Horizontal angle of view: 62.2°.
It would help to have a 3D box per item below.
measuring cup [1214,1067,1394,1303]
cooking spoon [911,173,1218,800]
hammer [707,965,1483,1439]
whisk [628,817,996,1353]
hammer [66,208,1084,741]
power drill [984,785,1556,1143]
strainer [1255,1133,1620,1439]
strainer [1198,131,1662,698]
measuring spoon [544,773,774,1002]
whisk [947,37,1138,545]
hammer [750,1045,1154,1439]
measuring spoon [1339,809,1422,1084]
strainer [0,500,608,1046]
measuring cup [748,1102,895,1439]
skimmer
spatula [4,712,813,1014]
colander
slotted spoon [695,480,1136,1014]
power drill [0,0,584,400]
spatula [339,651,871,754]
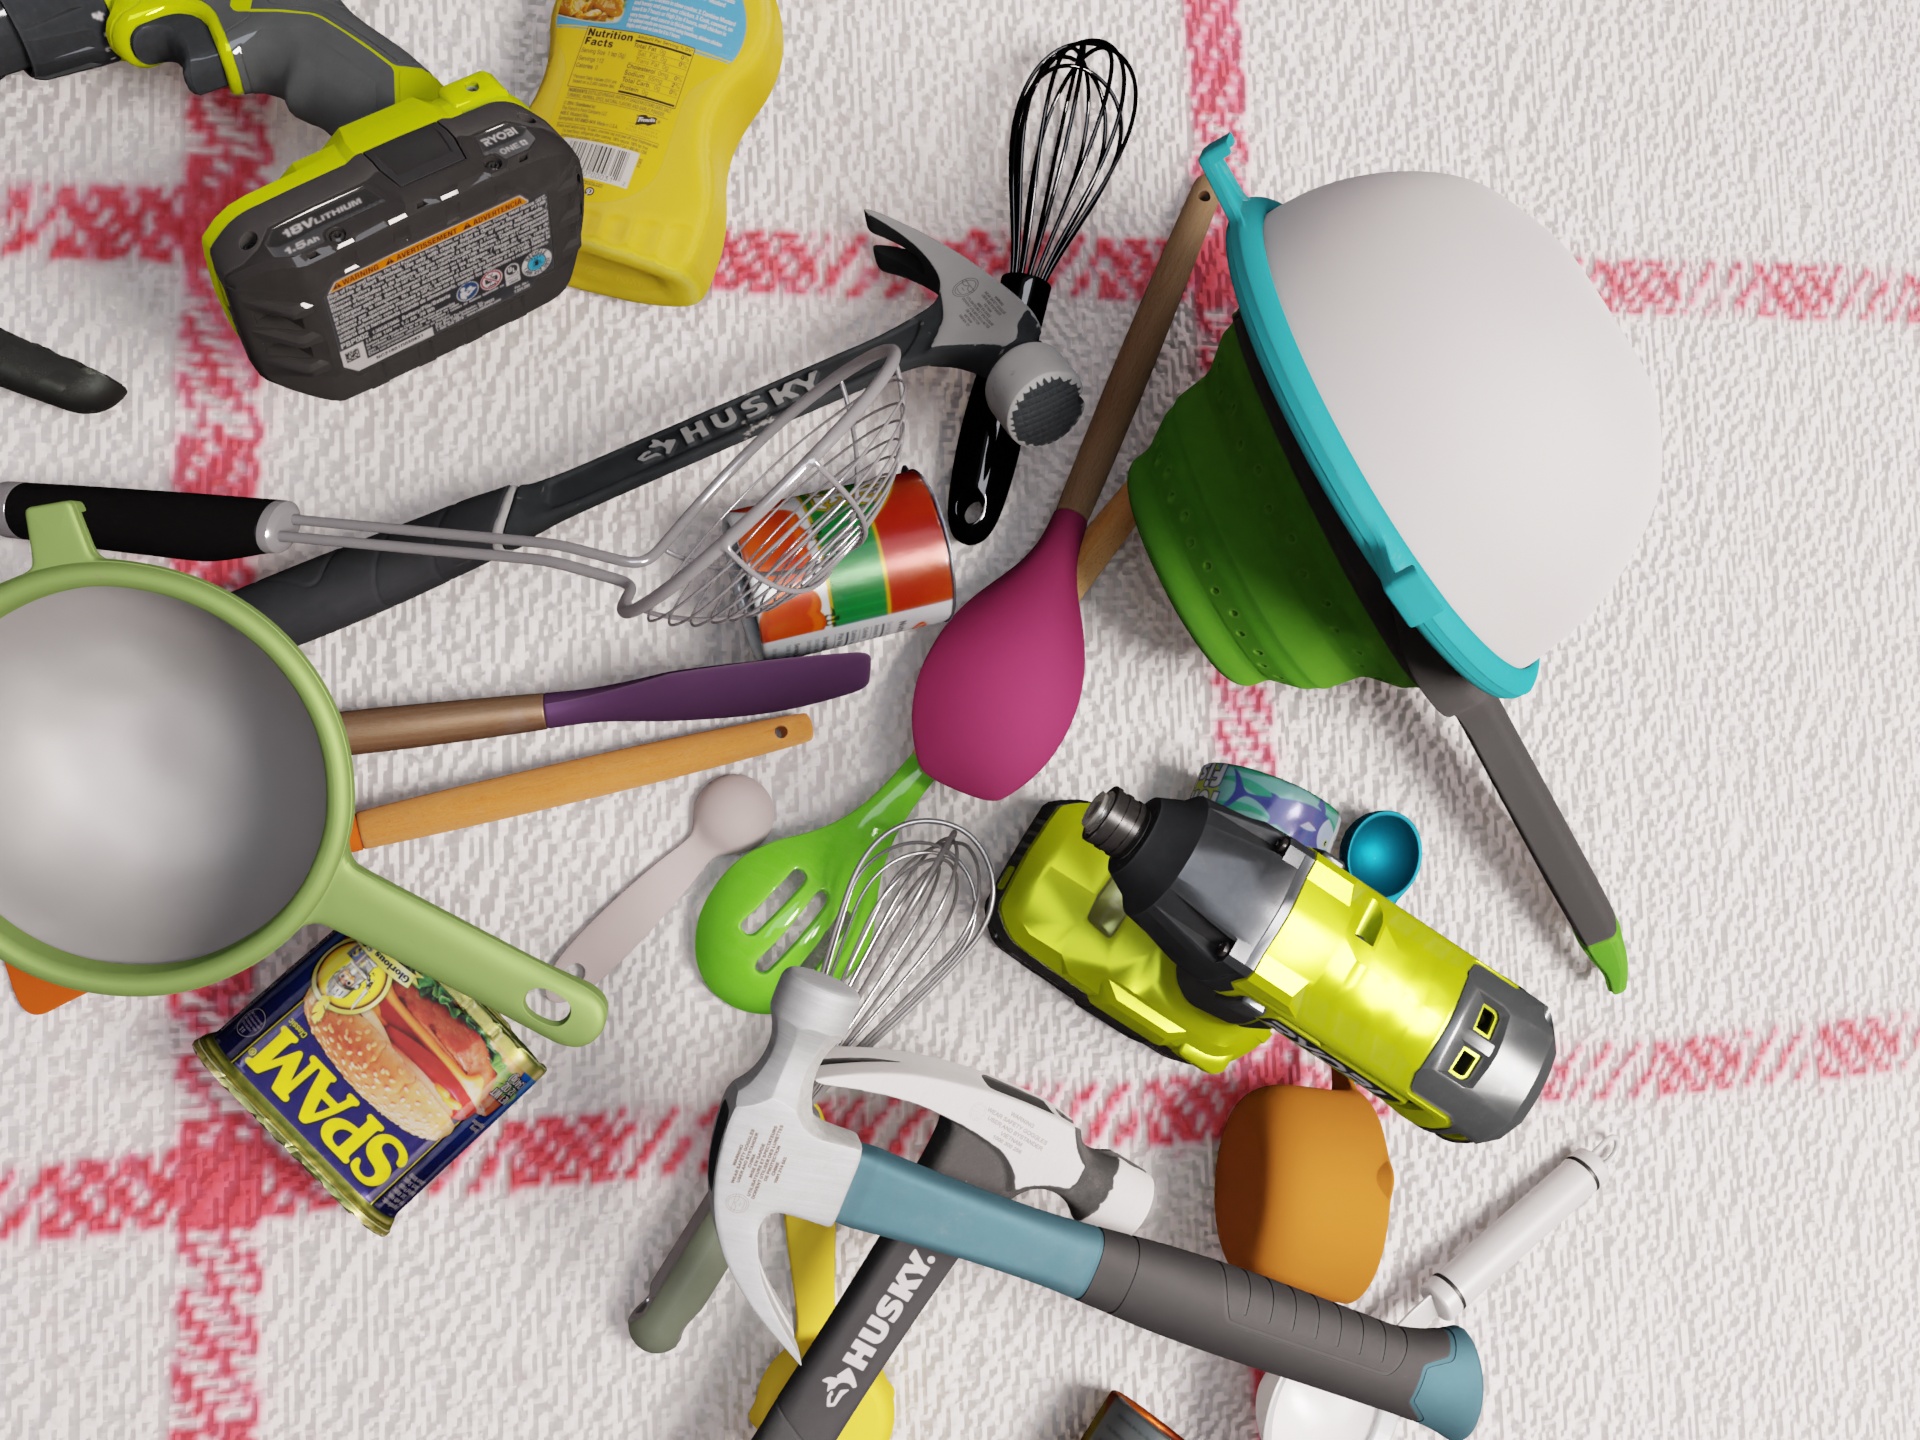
[{"bbox_3d":[0.143,0.161,0.694,0.052,0.095,0.174,6,65,-8],"label":"measuring cup"},{"bbox_3d":[0.058,-0.113,0.706,0.069,0.017,0.319,22,74,1],"label":"cooking spoon"},{"bbox_3d":[0.060,0.207,0.600,0.331,0.033,0.128,23,90,-15],"label":"hammer"},{"bbox_3d":[-0.064,0.148,0.644,0.059,0.058,0.246,32,89,-6],"label":"whisk"},{"bbox_3d":[-0.163,-0.093,0.636,0.409,0.036,0.149,-24,52,-8],"label":"hammer"},{"bbox_3d":[0.094,0.081,0.606,0.171,0.223,0.080,34,78,-9],"label":"power drill"},{"bbox_3d":[0.209,0.264,0.713,0.258,0.050,0.086,-32,112,-20],"label":"strainer"},{"bbox_3d":[0.230,-0.112,0.628,0.340,0.095,0.211,12,54,-52],"label":"strainer"},{"bbox_3d":[-0.125,0.071,0.660,0.034,0.018,0.124,45,76,-6],"label":"measuring spoon"},{"bbox_3d":[0.032,-0.193,0.710,0.055,0.055,0.239,14,86,-12],"label":"whisk"},{"bbox_3d":[-0.073,0.281,0.613,0.146,0.035,0.335,34,88,-14],"label":"hammer"},{"bbox_3d":[0.184,0.104,0.735,0.042,0.021,0.128,7,92,-23],"label":"measuring spoon"},{"bbox_3d":[-0.240,0.042,0.572,0.256,0.069,0.151,31,97,-12],"label":"strainer"},{"bbox_3d":[-0.058,0.236,0.655,0.062,0.029,0.156,-4,88,-14],"label":"measuring cup"},{"bbox_3d":[-0.195,-0.090,0.561,0.363,0.127,0.090,5,127,12],"label":"skimmer"},{"bbox_3d":[-0.216,0.038,0.641,0.322,0.041,0.081,-13,87,-18],"label":"spatula"},{"bbox_3d":[0.178,-0.018,0.701,0.094,0.205,0.396,-27,111,20],"label":"colander"},{"bbox_3d":[-0.001,-0.002,0.693,0.070,0.031,0.314,42,76,-13],"label":"slotted spoon"},{"bbox_3d":[-0.268,-0.232,0.589,0.190,0.080,0.229,-35,74,-24],"label":"power drill"},{"bbox_3d":[-0.193,0.000,0.640,0.316,0.059,0.018,-7,71,-9],"label":"spatula"}]
